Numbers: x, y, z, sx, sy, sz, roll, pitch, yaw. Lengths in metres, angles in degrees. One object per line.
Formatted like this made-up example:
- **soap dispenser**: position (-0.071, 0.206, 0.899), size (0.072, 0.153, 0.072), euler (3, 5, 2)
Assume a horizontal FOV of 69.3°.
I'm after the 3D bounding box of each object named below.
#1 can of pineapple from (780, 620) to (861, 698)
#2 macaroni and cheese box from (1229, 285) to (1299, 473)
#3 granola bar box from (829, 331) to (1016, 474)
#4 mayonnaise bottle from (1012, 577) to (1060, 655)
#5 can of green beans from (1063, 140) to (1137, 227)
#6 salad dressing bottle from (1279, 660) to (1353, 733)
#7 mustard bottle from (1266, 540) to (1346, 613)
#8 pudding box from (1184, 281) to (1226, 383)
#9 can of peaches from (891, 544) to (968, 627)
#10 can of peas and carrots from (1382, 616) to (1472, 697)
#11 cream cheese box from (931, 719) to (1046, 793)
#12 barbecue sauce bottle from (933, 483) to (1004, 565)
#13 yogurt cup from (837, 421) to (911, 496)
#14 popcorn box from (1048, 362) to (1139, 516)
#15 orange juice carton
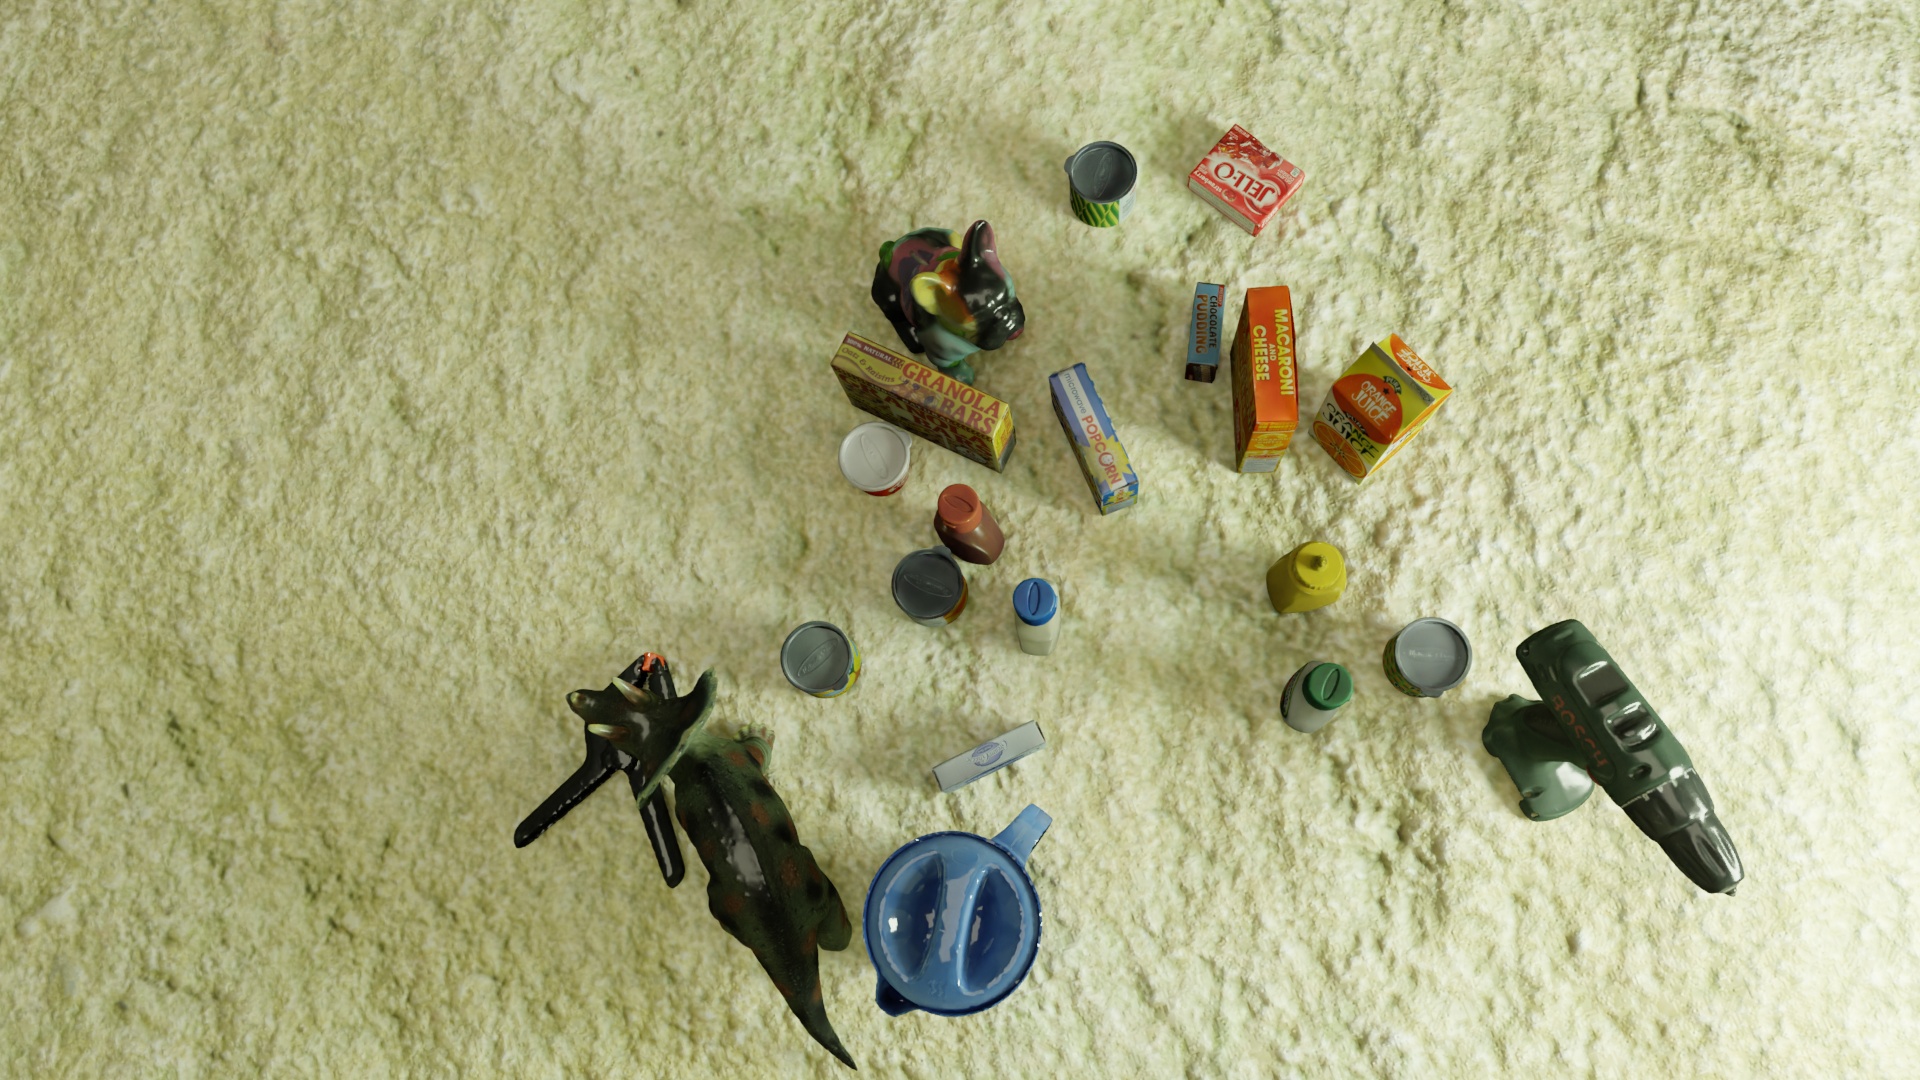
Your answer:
- **can of pineapple**: position (-0.127, 0.112, 1.281), size (0.071, 0.057, 0.071), euler (-1, 78, 5)
- **macaroni and cheese box**: position (0.271, -0.141, 1.246), size (0.040, 0.166, 0.124), euler (-2, 78, 5)
- **granola bar box**: position (-0.031, -0.127, 1.292), size (0.166, 0.124, 0.039), euler (25, 81, 10)
- **mayonnaise bottle**: position (0.068, 0.063, 1.228), size (0.041, 0.148, 0.065), euler (4, 78, 6)
- **can of green beans**: position (0.139, -0.348, 1.360), size (0.071, 0.057, 0.071), euler (-1, 78, 5)
- **salad dressing bottle**: position (0.306, 0.131, 1.191), size (0.044, 0.147, 0.064), euler (24, 81, 10)
- **mustard bottle**: position (0.305, 0.029, 1.207), size (0.065, 0.160, 0.049), euler (-13, 77, 3)
- **pudding box**: position (0.233, -0.198, 1.322), size (0.030, 0.049, 0.084), euler (7, 78, 7)
- **can of peaches**: position (-0.026, 0.043, 1.287), size (0.071, 0.058, 0.071), euler (-1, 78, 5)
- **can of peas and carrots**: position (0.413, 0.107, 1.232), size (0.071, 0.058, 0.071), euler (-1, 78, 5)
- **cream cheese box**: position (0.027, 0.195, 1.251), size (0.104, 0.053, 0.024), euler (-25, 77, -1)
- **barbecue sauce bottle**: position (0.004, -0.016, 1.251), size (0.065, 0.148, 0.044), euler (28, 82, 10)
- **yogurt cup**: position (-0.079, -0.074, 1.321), size (0.072, 0.054, 0.072), euler (-1, 78, 5)
- **popcorn box**: position (0.123, -0.093, 1.290), size (0.038, 0.085, 0.127), euler (-23, 77, 0)
- **orange juice carton**: position (0.368, -0.118, 1.218), size (0.073, 0.192, 0.072), euler (-40, 77, -4)
